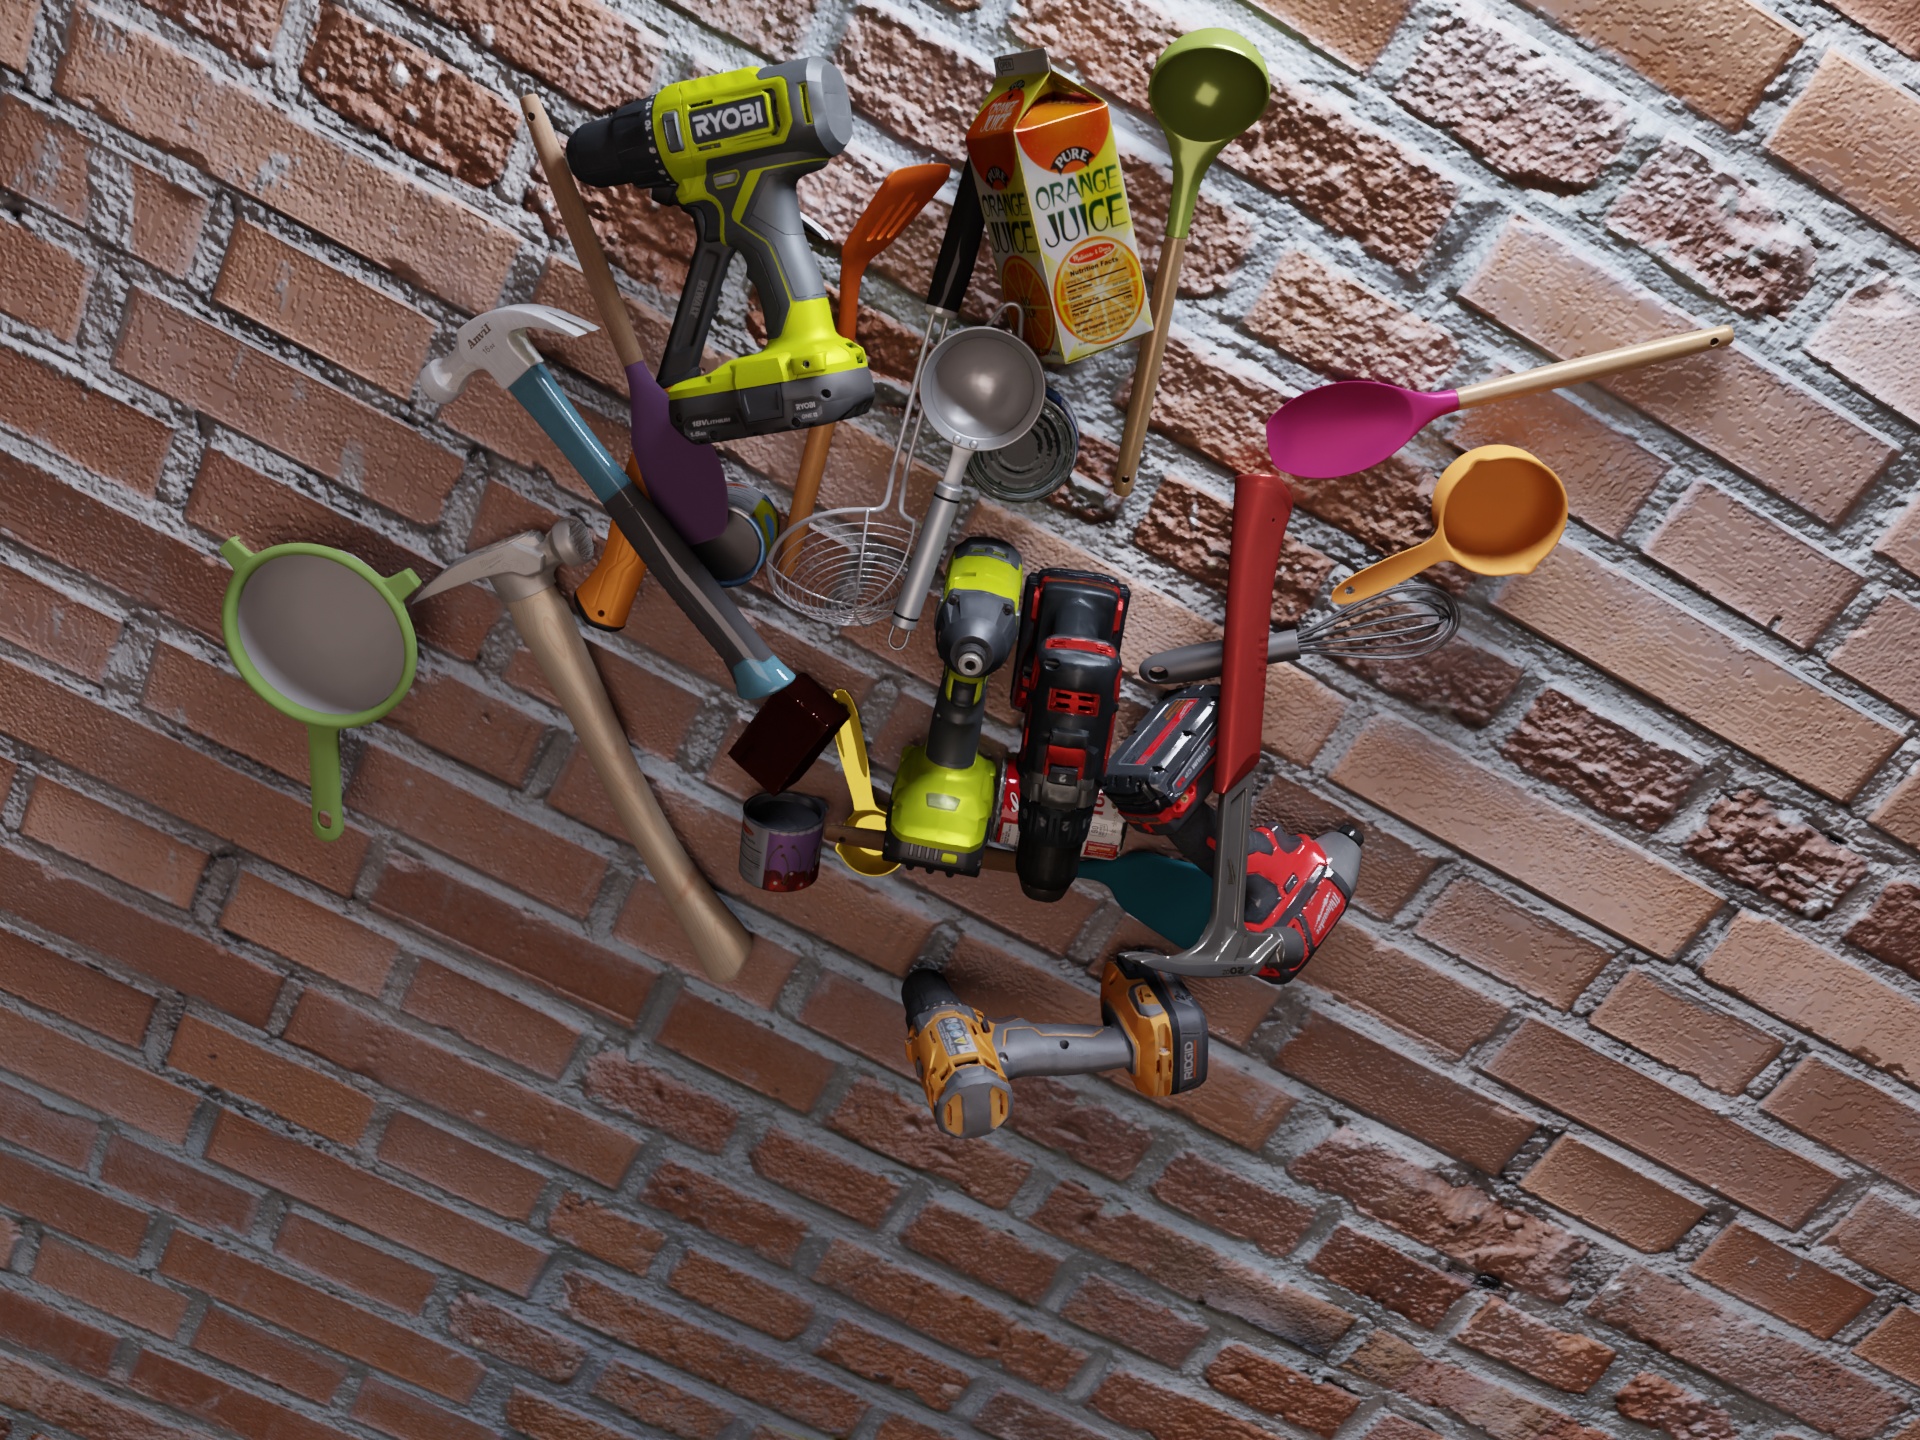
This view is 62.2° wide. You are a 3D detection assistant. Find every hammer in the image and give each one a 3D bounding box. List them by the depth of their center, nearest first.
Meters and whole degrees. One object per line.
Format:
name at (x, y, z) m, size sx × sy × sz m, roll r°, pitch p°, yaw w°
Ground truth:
hammer at (-0.233, -0.148, 1.119) m, size 0.128 × 0.033 × 0.331 m, roll -33°, pitch 100°, yaw 27°
hammer at (-0.203, -0.217, 1.138) m, size 0.127 × 0.034 × 0.336 m, roll 21°, pitch 107°, yaw -3°
hammer at (0.193, 0.003, 1.139) m, size 0.149 × 0.037 × 0.359 m, roll 4°, pitch 90°, yaw -29°
hammer at (-0.283, 0.043, 1.282) m, size 0.146 × 0.038 × 0.410 m, roll -18°, pitch 112°, yaw 14°

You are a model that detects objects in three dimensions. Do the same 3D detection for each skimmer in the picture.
skimmer at (-0.042, -0.235, 1.136) m, size 0.127 × 0.090 × 0.363 m, roll 9°, pitch 105°, yaw -27°

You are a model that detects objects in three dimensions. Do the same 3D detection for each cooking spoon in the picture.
cooking spoon at (0.374, -0.231, 1.116) m, size 0.319 × 0.017 × 0.068 m, roll -12°, pitch 113°, yaw 10°

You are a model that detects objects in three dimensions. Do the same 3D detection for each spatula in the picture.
spatula at (-0.233, -0.271, 1.096) m, size 0.060 × 0.018 × 0.315 m, roll -16°, pitch 106°, yaw 15°
spatula at (-0.082, -0.242, 1.131) m, size 0.041 × 0.081 × 0.322 m, roll 29°, pitch 121°, yaw 18°
spatula at (0.047, 0.119, 1.270) m, size 0.317 × 0.044 × 0.082 m, roll 10°, pitch 122°, yaw -11°

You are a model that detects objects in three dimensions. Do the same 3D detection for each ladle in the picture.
ladle at (0.141, -0.301, 1.084) m, size 0.078 × 0.062 × 0.320 m, roll 10°, pitch 117°, yaw 0°

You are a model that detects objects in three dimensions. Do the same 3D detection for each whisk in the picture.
whisk at (0.250, -0.059, 1.189) m, size 0.239 × 0.055 × 0.055 m, roll -11°, pitch 113°, yaw 14°

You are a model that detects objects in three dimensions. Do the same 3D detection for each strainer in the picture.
strainer at (-0.007, -0.167, 1.106) m, size 0.087 × 0.050 × 0.258 m, roll 17°, pitch 107°, yaw -8°
strainer at (-0.489, -0.028, 1.249) m, size 0.151 × 0.069 × 0.256 m, roll 10°, pitch 117°, yaw 1°

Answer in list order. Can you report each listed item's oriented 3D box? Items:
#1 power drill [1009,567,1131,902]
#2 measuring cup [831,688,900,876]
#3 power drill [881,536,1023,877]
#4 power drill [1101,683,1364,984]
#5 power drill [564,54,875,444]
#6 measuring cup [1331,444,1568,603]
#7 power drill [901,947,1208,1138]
power drill at (0.073, 0.003, 1.129) m, size 0.080 × 0.227 × 0.187 m, roll 8°, pitch 114°, yaw 1°
measuring cup at (-0.079, 0.048, 1.279) m, size 0.062 × 0.029 × 0.156 m, roll -10°, pitch 101°, yaw 6°
power drill at (-0.002, -0.004, 1.167) m, size 0.080 × 0.171 × 0.223 m, roll 10°, pitch 118°, yaw -1°
power drill at (0.219, 0.082, 1.217) m, size 0.143 × 0.078 × 0.219 m, roll -48°, pitch 109°, yaw -19°
power drill at (-0.154, -0.304, 1.048) m, size 0.190 × 0.080 × 0.228 m, roll -5°, pitch 105°, yaw 18°
measuring cup at (0.345, -0.134, 1.144) m, size 0.173 × 0.052 × 0.095 m, roll -27°, pitch 110°, yaw 17°
power drill at (0.066, 0.248, 1.293) m, size 0.226 × 0.185 × 0.084 m, roll -8°, pitch 115°, yaw -13°
